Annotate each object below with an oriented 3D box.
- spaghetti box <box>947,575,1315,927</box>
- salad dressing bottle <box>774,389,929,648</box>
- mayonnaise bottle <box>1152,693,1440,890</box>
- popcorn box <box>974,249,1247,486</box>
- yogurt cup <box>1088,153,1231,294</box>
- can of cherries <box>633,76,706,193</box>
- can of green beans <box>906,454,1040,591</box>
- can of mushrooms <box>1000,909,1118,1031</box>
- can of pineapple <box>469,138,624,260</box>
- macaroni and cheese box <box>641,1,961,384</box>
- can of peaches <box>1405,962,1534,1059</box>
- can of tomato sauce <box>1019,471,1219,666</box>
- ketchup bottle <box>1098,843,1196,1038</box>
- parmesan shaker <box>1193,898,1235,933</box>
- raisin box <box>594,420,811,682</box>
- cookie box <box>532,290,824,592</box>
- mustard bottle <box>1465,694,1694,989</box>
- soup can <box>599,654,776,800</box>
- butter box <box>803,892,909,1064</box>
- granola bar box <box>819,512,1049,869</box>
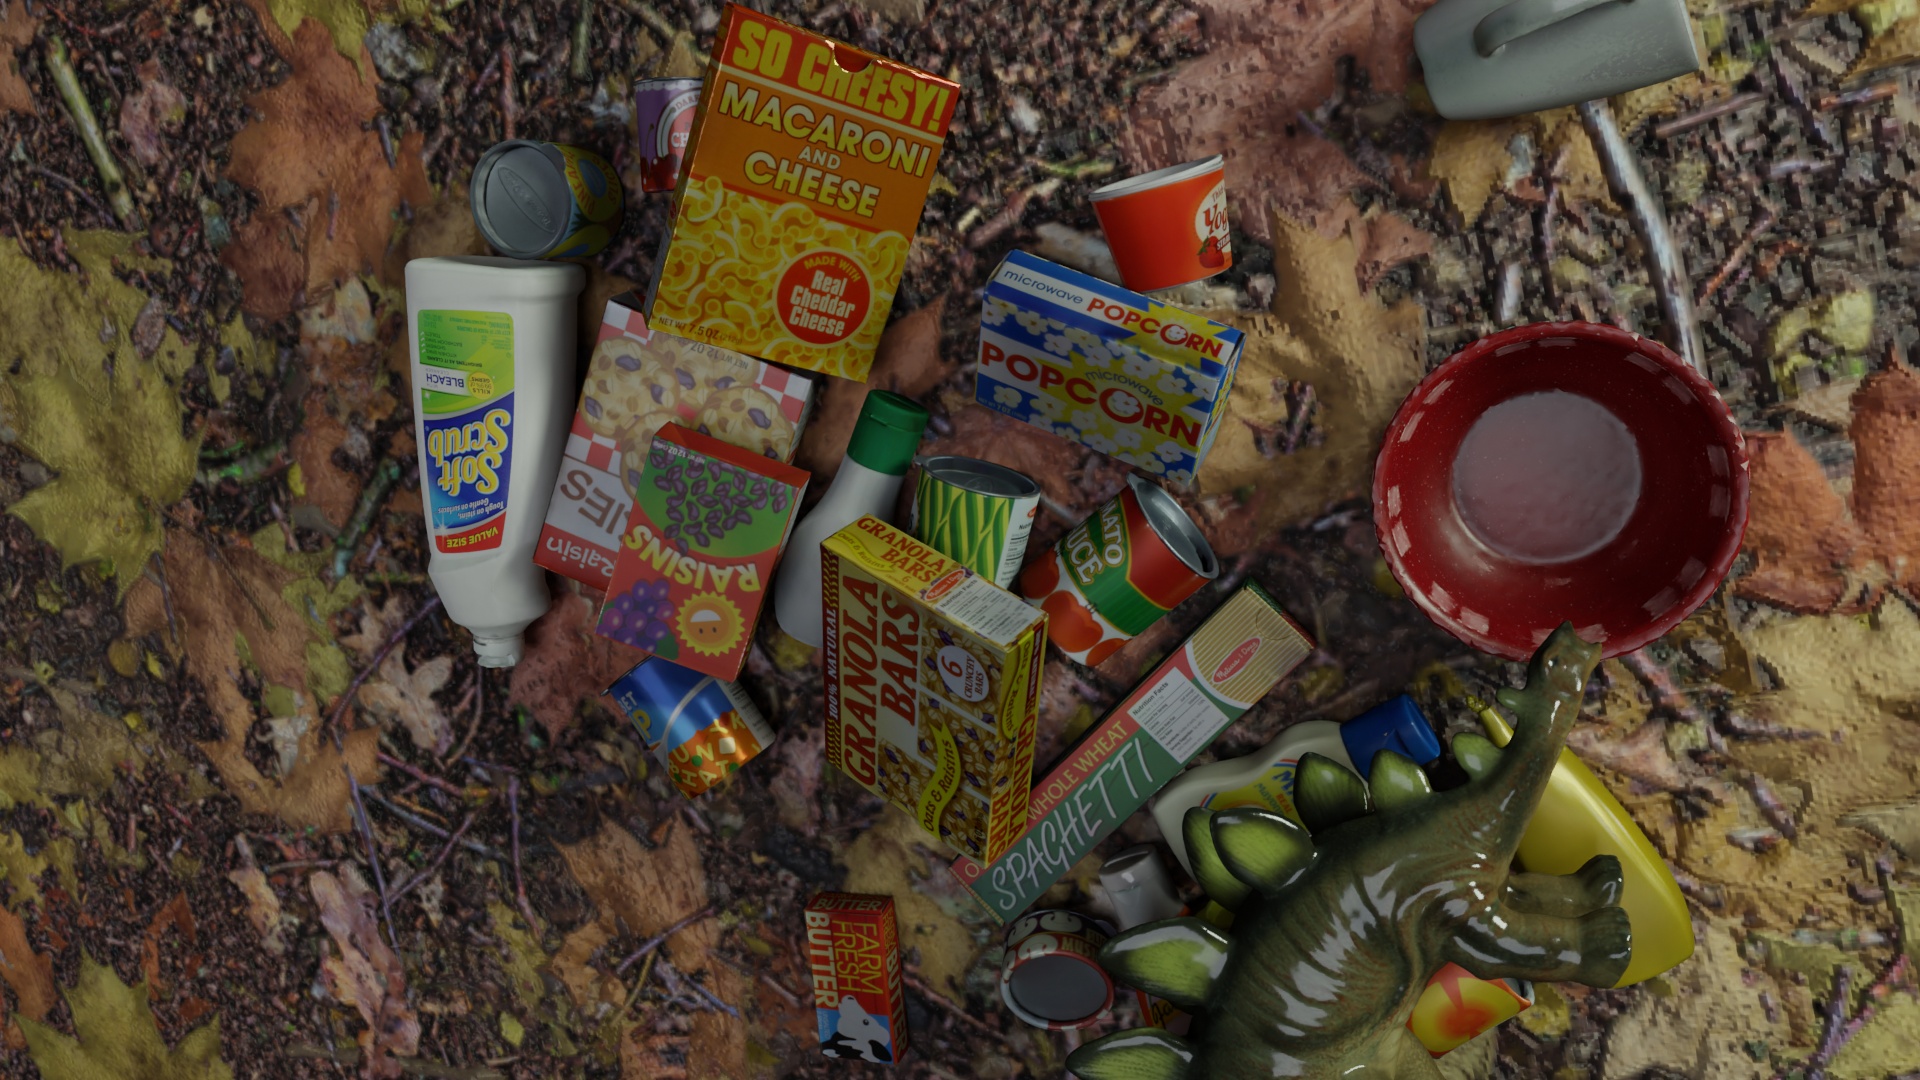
[{"bbox_3d":[0.090,0.121,0.771,0.050,0.029,0.249,45,111,5],"label":"spaghetti box"},{"bbox_3d":[-0.060,-0.012,0.787,0.064,0.044,0.147,28,108,18],"label":"salad dressing bottle"},{"bbox_3d":[0.178,0.130,0.737,0.147,0.041,0.065,-33,90,23],"label":"mayonnaise bottle"},{"bbox_3d":[0.072,-0.087,0.705,0.127,0.038,0.084,23,146,13],"label":"popcorn box"},{"bbox_3d":[0.102,-0.156,0.690,0.072,0.073,0.053,-10,106,21],"label":"yogurt cup"},{"bbox_3d":[-0.142,-0.219,0.754,0.071,0.072,0.058,3,103,18],"label":"can of cherries"},{"bbox_3d":[0.005,-0.009,0.752,0.071,0.071,0.057,18,108,14],"label":"can of green beans"},{"bbox_3d":[0.058,0.246,0.796,0.071,0.033,0.070,3,119,6],"label":"can of mushrooms"},{"bbox_3d":[-0.235,-0.196,0.798,0.071,0.058,0.070,4,103,18],"label":"can of pineapple"},{"bbox_3d":[-0.084,-0.177,0.727,0.124,0.040,0.165,12,109,-22],"label":"macaroni and cheese box"},{"bbox_3d":[0.250,0.222,0.718,0.058,0.071,0.071,-40,87,21],"label":"can of peaches"},{"bbox_3d":[0.081,0.016,0.731,0.083,0.071,0.071,-41,87,23],"label":"can of tomato sauce"},{"bbox_3d":[0.125,0.244,0.779,0.064,0.044,0.148,-25,92,26],"label":"ketchup bottle"},{"bbox_3d":[0.181,0.233,0.745,0.071,0.071,0.103,-29,92,22],"label":"parmesan shaker"},{"bbox_3d":[-0.145,0.007,0.774,0.086,0.040,0.123,19,107,-4],"label":"raisin box"},{"bbox_3d":[-0.165,-0.042,0.804,0.123,0.040,0.166,22,108,0],"label":"cookie box"},{"bbox_3d":[0.300,0.142,0.694,0.065,0.049,0.160,-32,89,22],"label":"mustard bottle"},{"bbox_3d":[-0.162,0.105,0.832,0.071,0.071,0.084,-35,89,22],"label":"soup can"},{"bbox_3d":[-0.064,0.270,0.858,0.053,0.024,0.103,-1,101,20],"label":"butter box"},{"bbox_3d":[-0.019,0.083,0.744,0.124,0.039,0.164,29,135,29],"label":"granola bar box"}]
